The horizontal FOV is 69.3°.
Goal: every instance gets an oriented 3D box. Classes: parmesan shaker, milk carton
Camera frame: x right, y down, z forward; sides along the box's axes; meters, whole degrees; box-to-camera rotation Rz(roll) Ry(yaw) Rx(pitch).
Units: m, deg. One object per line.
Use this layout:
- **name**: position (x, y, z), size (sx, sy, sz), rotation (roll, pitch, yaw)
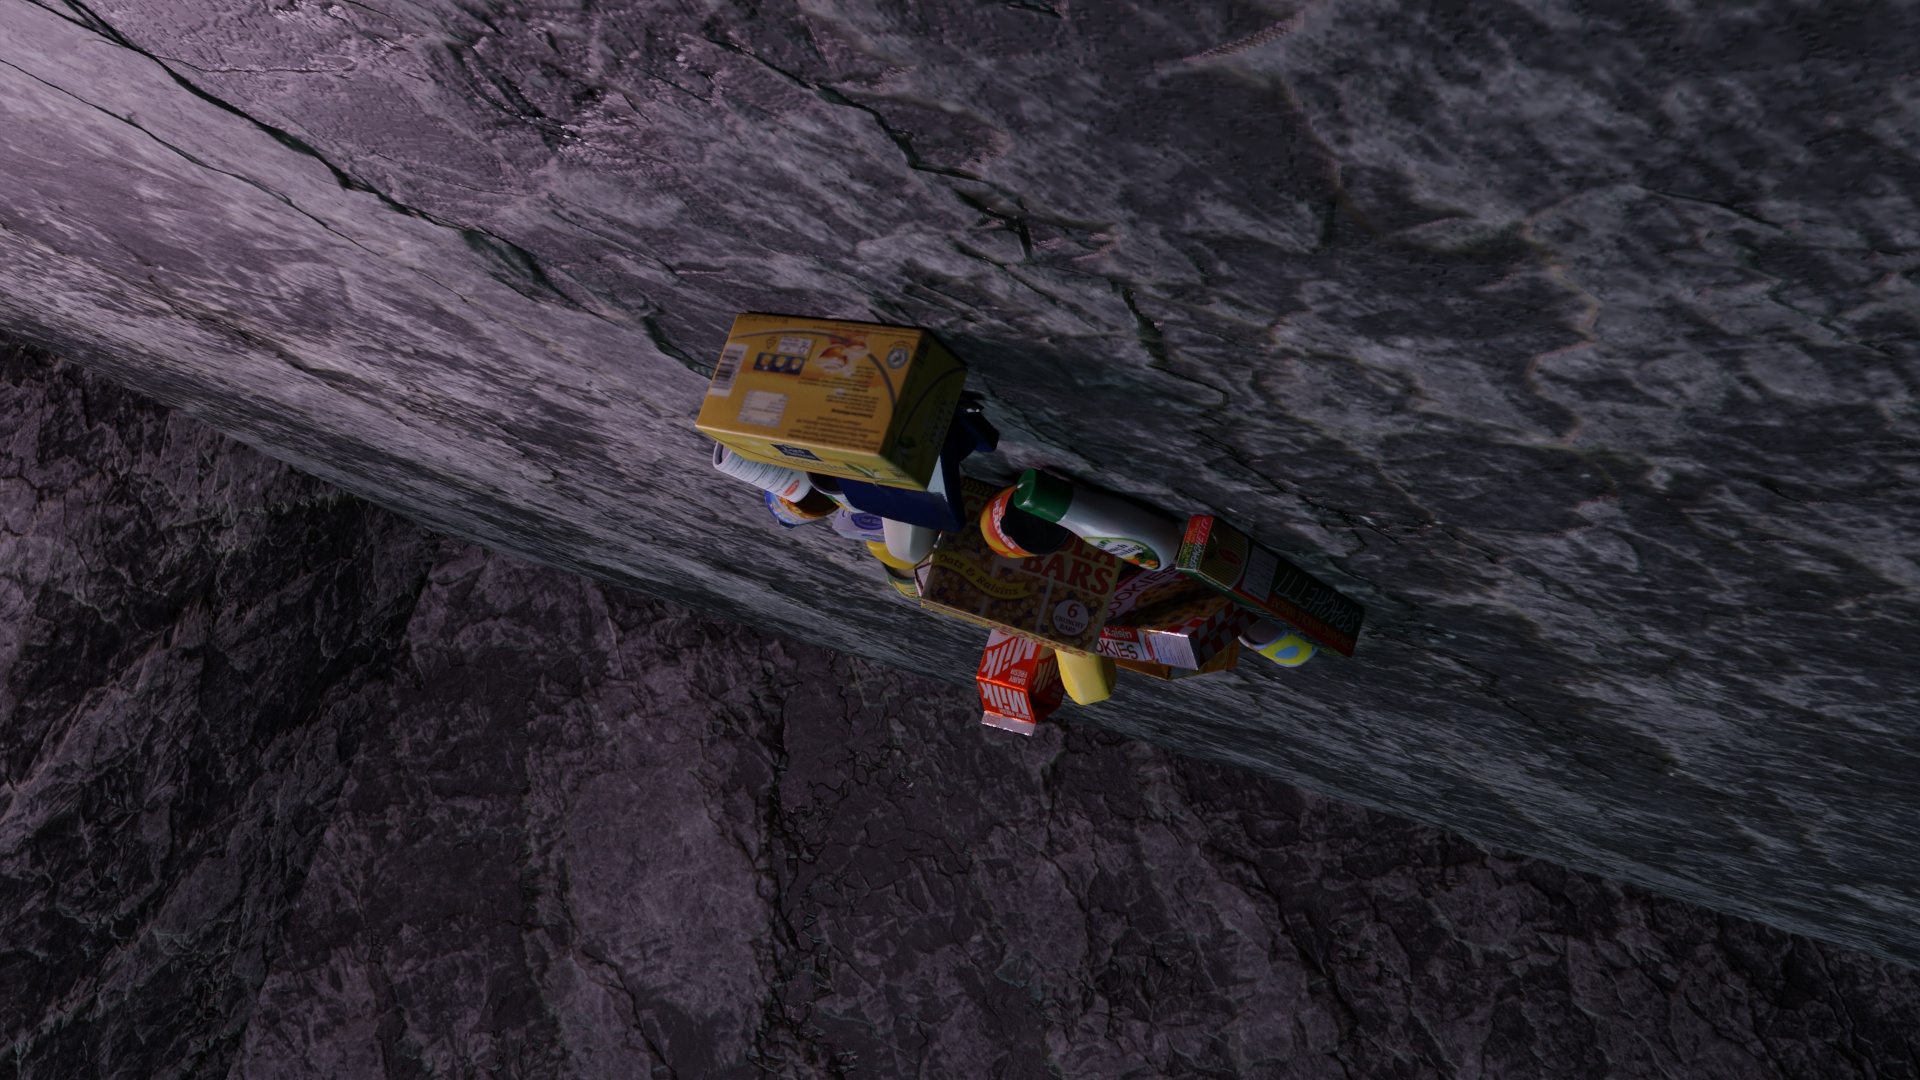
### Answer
- **parmesan shaker**: position (-0.059, 0.028, 1.627), size (0.071, 0.071, 0.103), rotation (16, 169, 9)
- **milk carton**: position (0.079, 0.117, 1.527), size (0.072, 0.191, 0.073), rotation (8, 165, 38)

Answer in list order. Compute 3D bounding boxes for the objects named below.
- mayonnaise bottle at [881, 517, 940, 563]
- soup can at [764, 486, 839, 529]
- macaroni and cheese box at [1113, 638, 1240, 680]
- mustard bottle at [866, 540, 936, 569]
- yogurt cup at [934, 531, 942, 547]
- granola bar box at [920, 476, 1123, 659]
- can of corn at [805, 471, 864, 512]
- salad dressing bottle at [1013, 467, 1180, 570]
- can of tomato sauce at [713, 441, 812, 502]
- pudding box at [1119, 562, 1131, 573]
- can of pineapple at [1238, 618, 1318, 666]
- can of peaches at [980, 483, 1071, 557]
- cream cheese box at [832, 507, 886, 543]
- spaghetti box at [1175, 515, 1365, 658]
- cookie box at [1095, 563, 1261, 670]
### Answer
- **mayonnaise bottle**: position (-0.050, -0.044, 1.224), size (0.041, 0.065, 0.147), rotation (18, 150, 21)
- **soup can**: position (-0.156, -0.049, 1.395), size (0.071, 0.071, 0.083), rotation (21, 168, -18)
- **macaroni and cheese box**: position (0.219, 0.116, 1.547), size (0.124, 0.040, 0.167), rotation (15, -171, 35)
- **mustard bottle**: position (-0.070, -0.002, 1.510), size (0.048, 0.065, 0.160), rotation (45, 164, -16)
- **yogurt cup**: position (0.005, -0.017, 1.344), size (0.072, 0.054, 0.072), rotation (17, 169, 4)
- **granola bar box**: position (0.060, 0.025, 1.279), size (0.166, 0.124, 0.039), rotation (18, 166, 2)
- **can of corn**: position (-0.098, -0.066, 1.244), size (0.071, 0.071, 0.058), rotation (14, 168, 21)
- **salad dressing bottle**: position (0.116, -0.019, 1.183), size (0.147, 0.044, 0.064), rotation (22, 164, -21)
- **can of tomato sauce**: position (-0.177, -0.082, 1.286), size (0.083, 0.071, 0.071), rotation (24, 167, -25)
- **pudding box**: position (0.161, 0.053, 1.456), size (0.030, 0.050, 0.083), rotation (18, 169, 5)
- **can of pineapple**: position (0.305, 0.080, 1.322), size (0.058, 0.071, 0.071), rotation (28, 165, -40)
- **can of peaches**: position (0.055, -0.018, 1.220), size (0.071, 0.071, 0.058), rotation (22, 169, -19)
- **cream cheese box**: position (-0.082, -0.026, 1.439), size (0.104, 0.053, 0.024), rotation (7, 159, 41)
- **spaghetti box**: position (0.279, 0.045, 1.228), size (0.250, 0.050, 0.028), rotation (27, 168, -40)
- **cookie box**: position (0.192, 0.069, 1.312), size (0.167, 0.123, 0.040), rotation (4, 119, 49)
